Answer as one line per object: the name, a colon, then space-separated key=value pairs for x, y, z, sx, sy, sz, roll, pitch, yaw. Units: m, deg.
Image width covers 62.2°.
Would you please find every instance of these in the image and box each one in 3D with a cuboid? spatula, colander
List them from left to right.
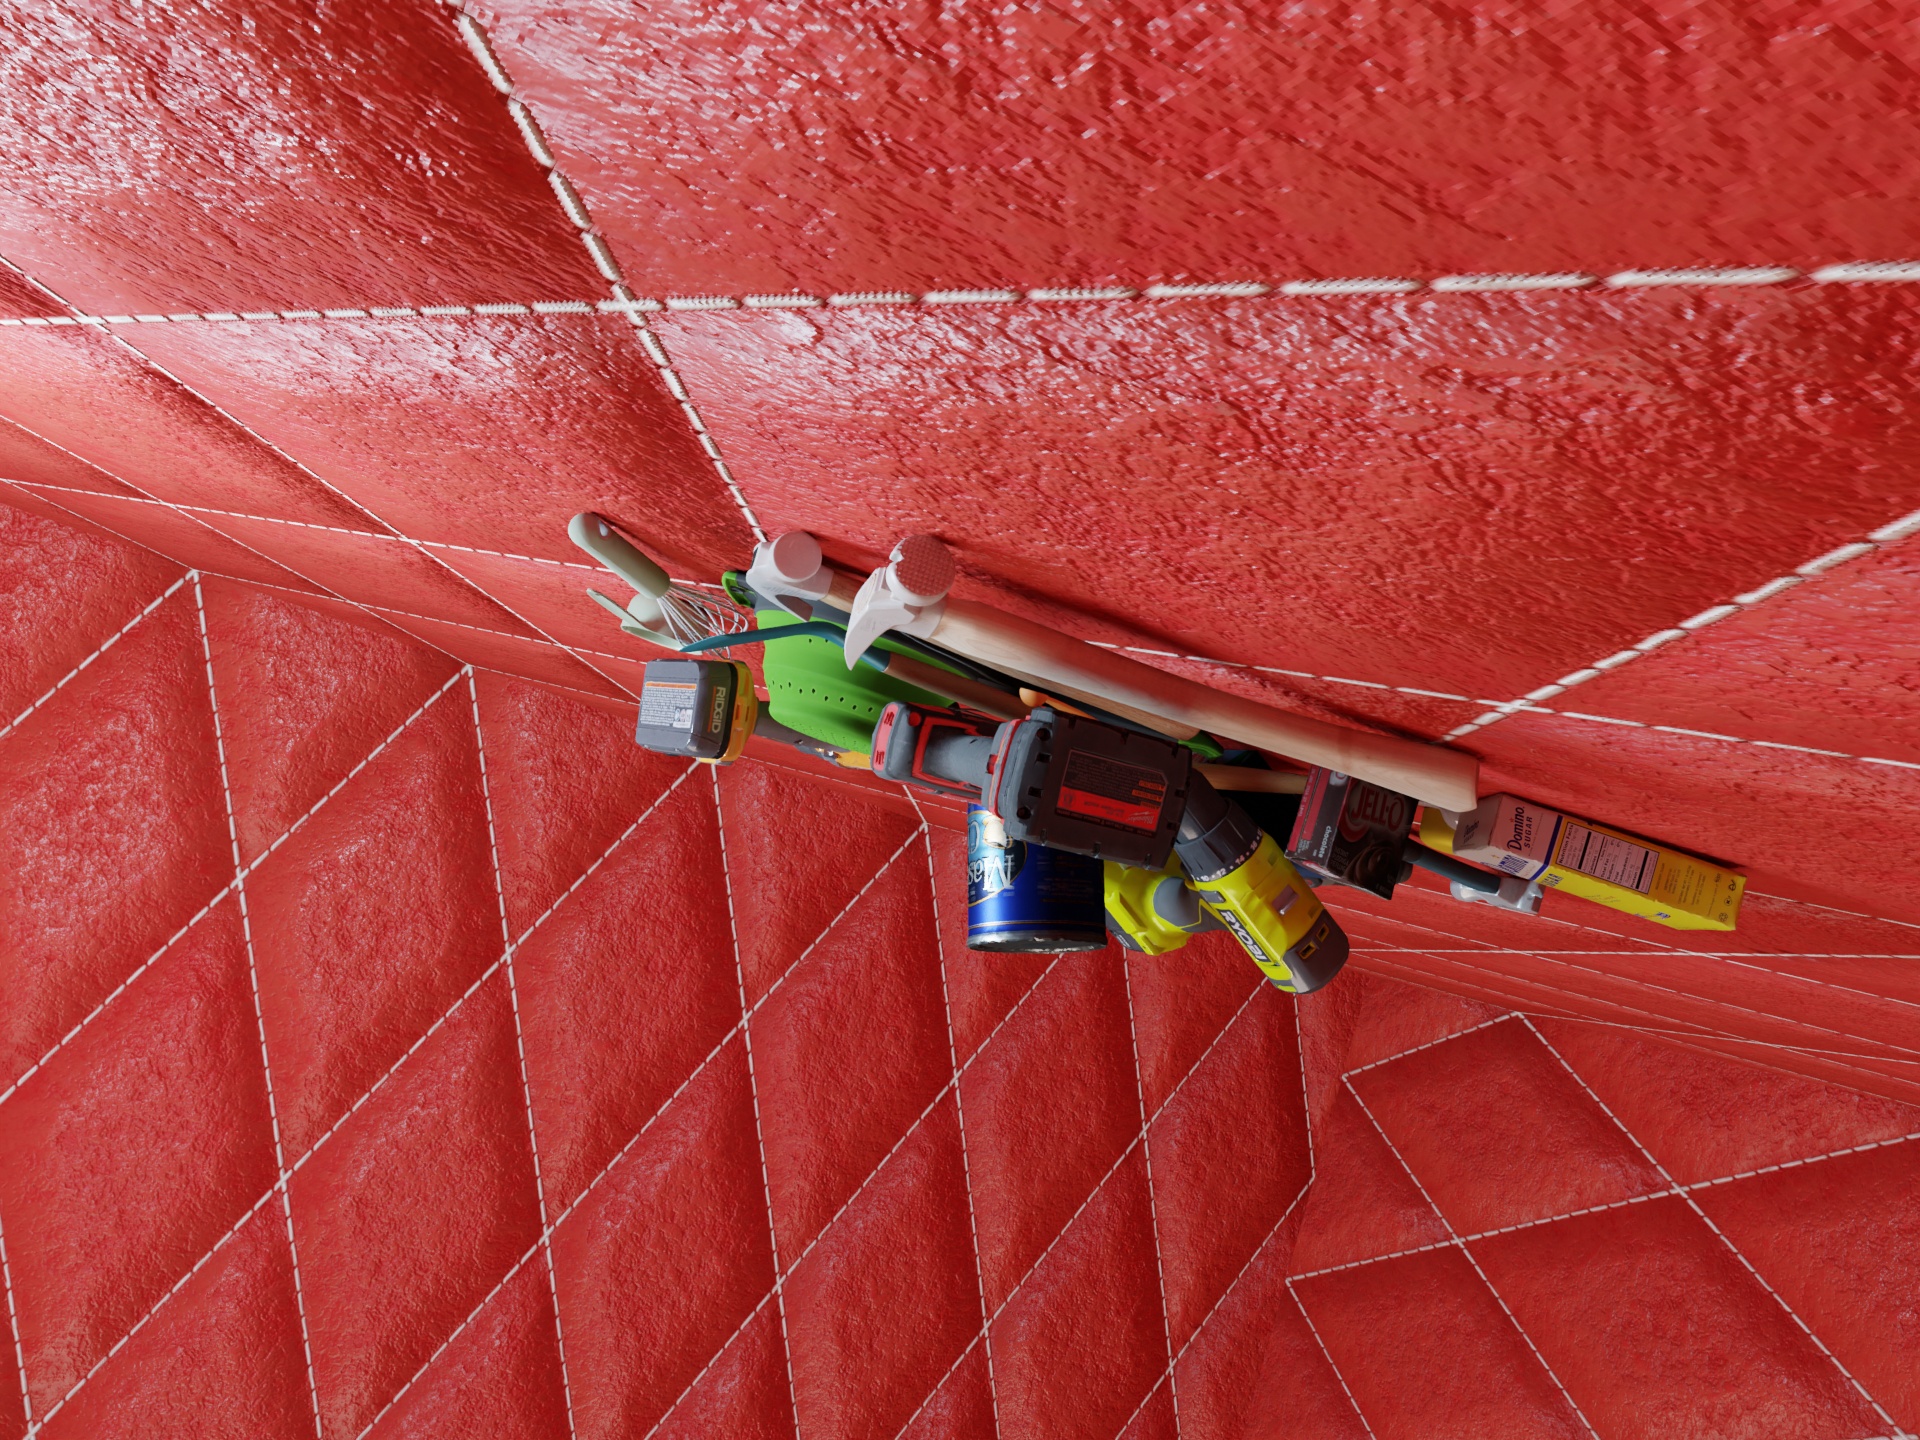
spatula: x=-0.033 y=-0.022 z=1.092 sx=0.317 sy=0.044 sz=0.082 roll=19 pitch=166 yaw=-26
colander: x=-0.002 y=-0.004 z=1.201 sx=0.397 sy=0.094 sz=0.204 roll=18 pitch=173 yaw=1

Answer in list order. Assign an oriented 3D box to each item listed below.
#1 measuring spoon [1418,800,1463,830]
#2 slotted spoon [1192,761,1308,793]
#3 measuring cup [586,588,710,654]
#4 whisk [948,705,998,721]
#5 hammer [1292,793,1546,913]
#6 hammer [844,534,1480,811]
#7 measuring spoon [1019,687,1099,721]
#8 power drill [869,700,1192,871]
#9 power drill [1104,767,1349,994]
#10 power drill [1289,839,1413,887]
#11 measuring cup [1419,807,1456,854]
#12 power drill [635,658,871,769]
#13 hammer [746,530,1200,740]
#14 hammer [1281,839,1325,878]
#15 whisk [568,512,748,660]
measuring spoon: x=0.341 y=0.067 z=1.217 sx=0.124 sy=0.018 sz=0.034 roll=13 pitch=171 yaw=40
slotted spoon: x=0.133 y=0.038 z=1.248 sx=0.314 sy=0.031 sz=0.070 roll=4 pitch=-173 yaw=37
measuring cup: x=-0.272 y=-0.099 z=1.371 sx=0.083 sy=0.038 sz=0.167 roll=15 pitch=170 yaw=20
whisk: x=0.076 y=0.020 z=1.404 sx=0.238 sy=0.055 sz=0.055 roll=16 pitch=174 yaw=-24
hammer: x=0.382 y=0.110 z=1.386 sx=0.330 sy=0.033 sz=0.128 roll=22 pitch=172 yaw=-28
hammer: x=0.131 y=-0.011 z=0.978 sx=0.410 sy=0.038 sz=0.146 roll=17 pitch=159 yaw=-13
measuring spoon: x=0.071 y=-0.005 z=1.101 sx=0.021 sy=0.011 sz=0.116 roll=15 pitch=176 yaw=31
power drill: x=0.045 y=0.034 z=1.018 sx=0.143 sy=0.078 sz=0.220 roll=15 pitch=178 yaw=-27
power drill: x=0.168 y=0.112 z=1.203 sx=0.190 sy=0.080 sz=0.228 roll=51 pitch=160 yaw=-14
power drill: x=0.307 y=0.135 z=1.541 sx=0.187 sy=0.080 sz=0.226 roll=8 pitch=169 yaw=-15
measuring cup: x=0.429 y=0.103 z=1.219 sx=0.156 sy=0.029 sz=0.062 roll=18 pitch=173 yaw=21
power drill: x=-0.157 y=0.001 z=1.346 sx=0.226 sy=0.084 sz=0.185 roll=10 pitch=177 yaw=-35
hammer: x=0.014 y=-0.050 z=1.069 sx=0.331 sy=0.031 sz=0.130 roll=20 pitch=172 yaw=-17
hammer: x=0.202 y=0.118 z=1.393 sx=0.144 sy=0.035 sz=0.405 roll=-31 pitch=-163 yaw=-33
whisk: x=-0.231 y=-0.102 z=1.224 sx=0.059 sy=0.058 sz=0.246 roll=-20 pitch=157 yaw=12
